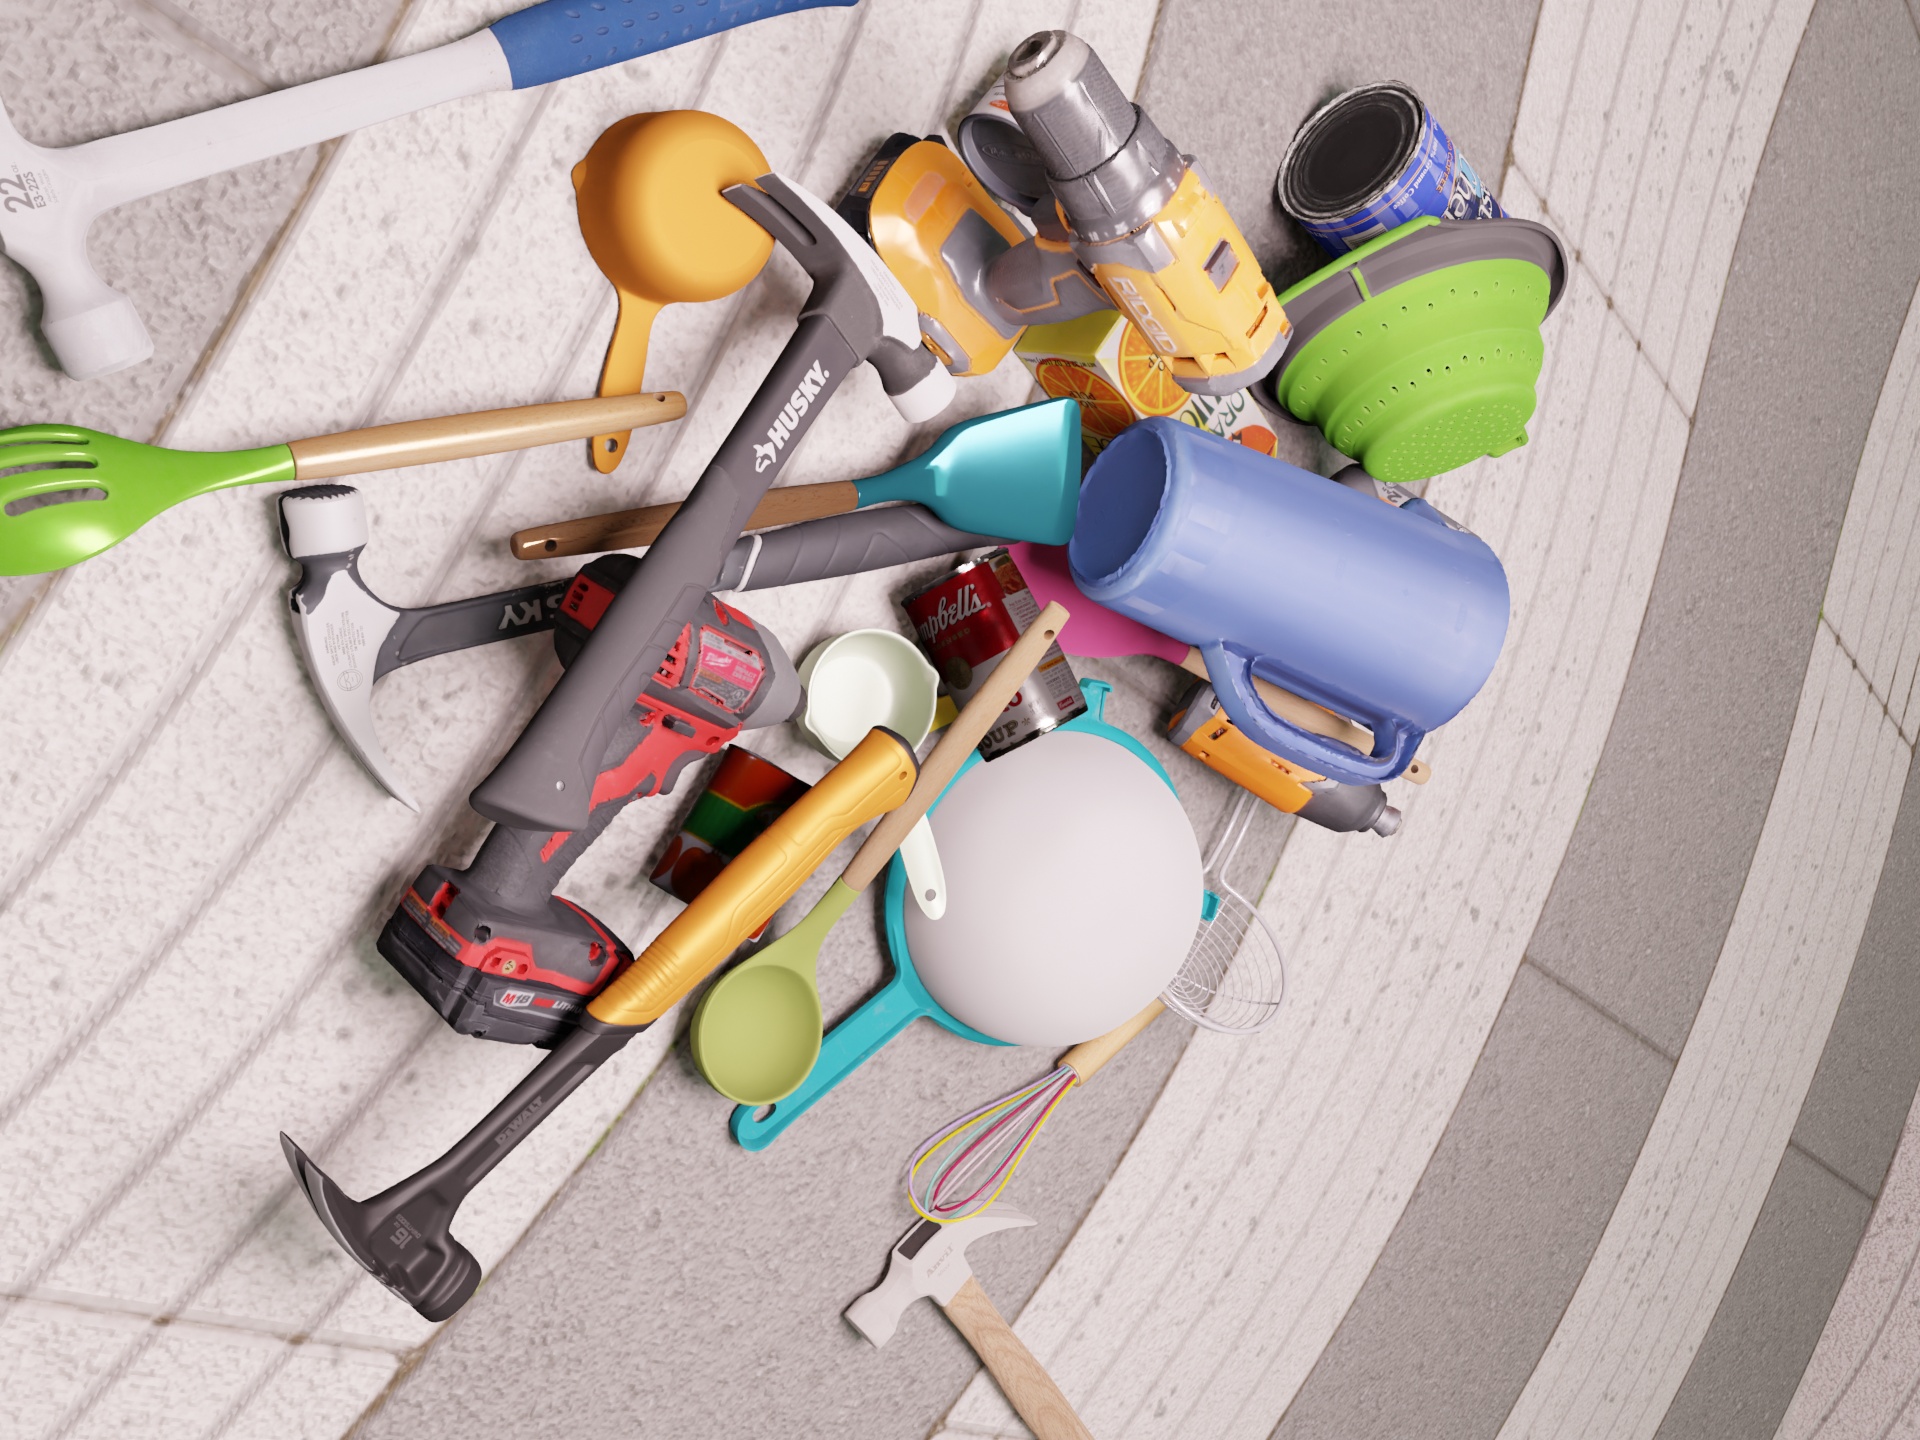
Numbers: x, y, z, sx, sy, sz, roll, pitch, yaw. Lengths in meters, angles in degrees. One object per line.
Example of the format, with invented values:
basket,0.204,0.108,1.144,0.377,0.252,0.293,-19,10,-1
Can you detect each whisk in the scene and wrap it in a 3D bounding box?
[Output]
whisk,0.060,0.248,1.045,0.245,0.047,0.051,-34,114,-33

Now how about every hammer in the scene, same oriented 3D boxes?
hammer,-0.207,-0.284,0.674,0.405,0.035,0.144,-32,121,-30
hammer,-0.125,-0.071,0.804,0.409,0.036,0.149,-17,114,-37
hammer,-0.109,-0.091,0.681,0.146,0.035,0.335,51,51,-35
hammer,0.041,0.446,1.092,0.130,0.031,0.331,-44,127,-22
hammer,-0.142,0.114,0.725,0.337,0.034,0.127,-44,140,-24

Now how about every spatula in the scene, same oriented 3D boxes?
spatula,-0.069,-0.108,0.790,0.317,0.044,0.082,-16,117,-37

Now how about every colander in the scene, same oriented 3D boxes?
colander,0.335,-0.205,1.065,0.396,0.204,0.095,12,57,-57

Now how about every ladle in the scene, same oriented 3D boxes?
ladle,-0.038,0.072,0.833,0.078,0.062,0.320,27,108,-34

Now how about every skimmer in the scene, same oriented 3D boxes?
skimmer,0.221,0.036,1.091,0.127,0.090,0.363,27,81,-13

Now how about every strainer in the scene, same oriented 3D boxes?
strainer,0.019,0.145,0.918,0.340,0.095,0.210,-38,117,-16

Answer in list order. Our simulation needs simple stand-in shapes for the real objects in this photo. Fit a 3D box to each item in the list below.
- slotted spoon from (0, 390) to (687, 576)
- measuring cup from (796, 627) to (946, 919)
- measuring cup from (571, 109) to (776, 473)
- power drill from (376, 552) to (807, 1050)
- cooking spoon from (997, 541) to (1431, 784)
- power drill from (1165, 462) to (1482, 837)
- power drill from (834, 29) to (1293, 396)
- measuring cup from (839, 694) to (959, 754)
slotted spoon,-0.254,-0.113,0.662,0.313,0.070,0.031,-17,154,-35
measuring cup,-0.043,0.030,0.878,0.083,0.038,0.167,-22,102,-26
measuring cup,-0.137,-0.199,0.744,0.095,0.052,0.173,12,92,-42
power drill,-0.161,0.041,0.746,0.143,0.079,0.219,28,92,-53
cooking spoon,0.159,-0.030,0.981,0.318,0.017,0.069,25,82,-14
power drill,0.259,-0.039,1.064,0.164,0.084,0.226,32,75,-1
power drill,0.029,-0.238,0.759,0.185,0.226,0.084,43,73,-39
measuring cup,-0.001,-0.003,0.930,0.156,0.029,0.062,-19,114,-37
